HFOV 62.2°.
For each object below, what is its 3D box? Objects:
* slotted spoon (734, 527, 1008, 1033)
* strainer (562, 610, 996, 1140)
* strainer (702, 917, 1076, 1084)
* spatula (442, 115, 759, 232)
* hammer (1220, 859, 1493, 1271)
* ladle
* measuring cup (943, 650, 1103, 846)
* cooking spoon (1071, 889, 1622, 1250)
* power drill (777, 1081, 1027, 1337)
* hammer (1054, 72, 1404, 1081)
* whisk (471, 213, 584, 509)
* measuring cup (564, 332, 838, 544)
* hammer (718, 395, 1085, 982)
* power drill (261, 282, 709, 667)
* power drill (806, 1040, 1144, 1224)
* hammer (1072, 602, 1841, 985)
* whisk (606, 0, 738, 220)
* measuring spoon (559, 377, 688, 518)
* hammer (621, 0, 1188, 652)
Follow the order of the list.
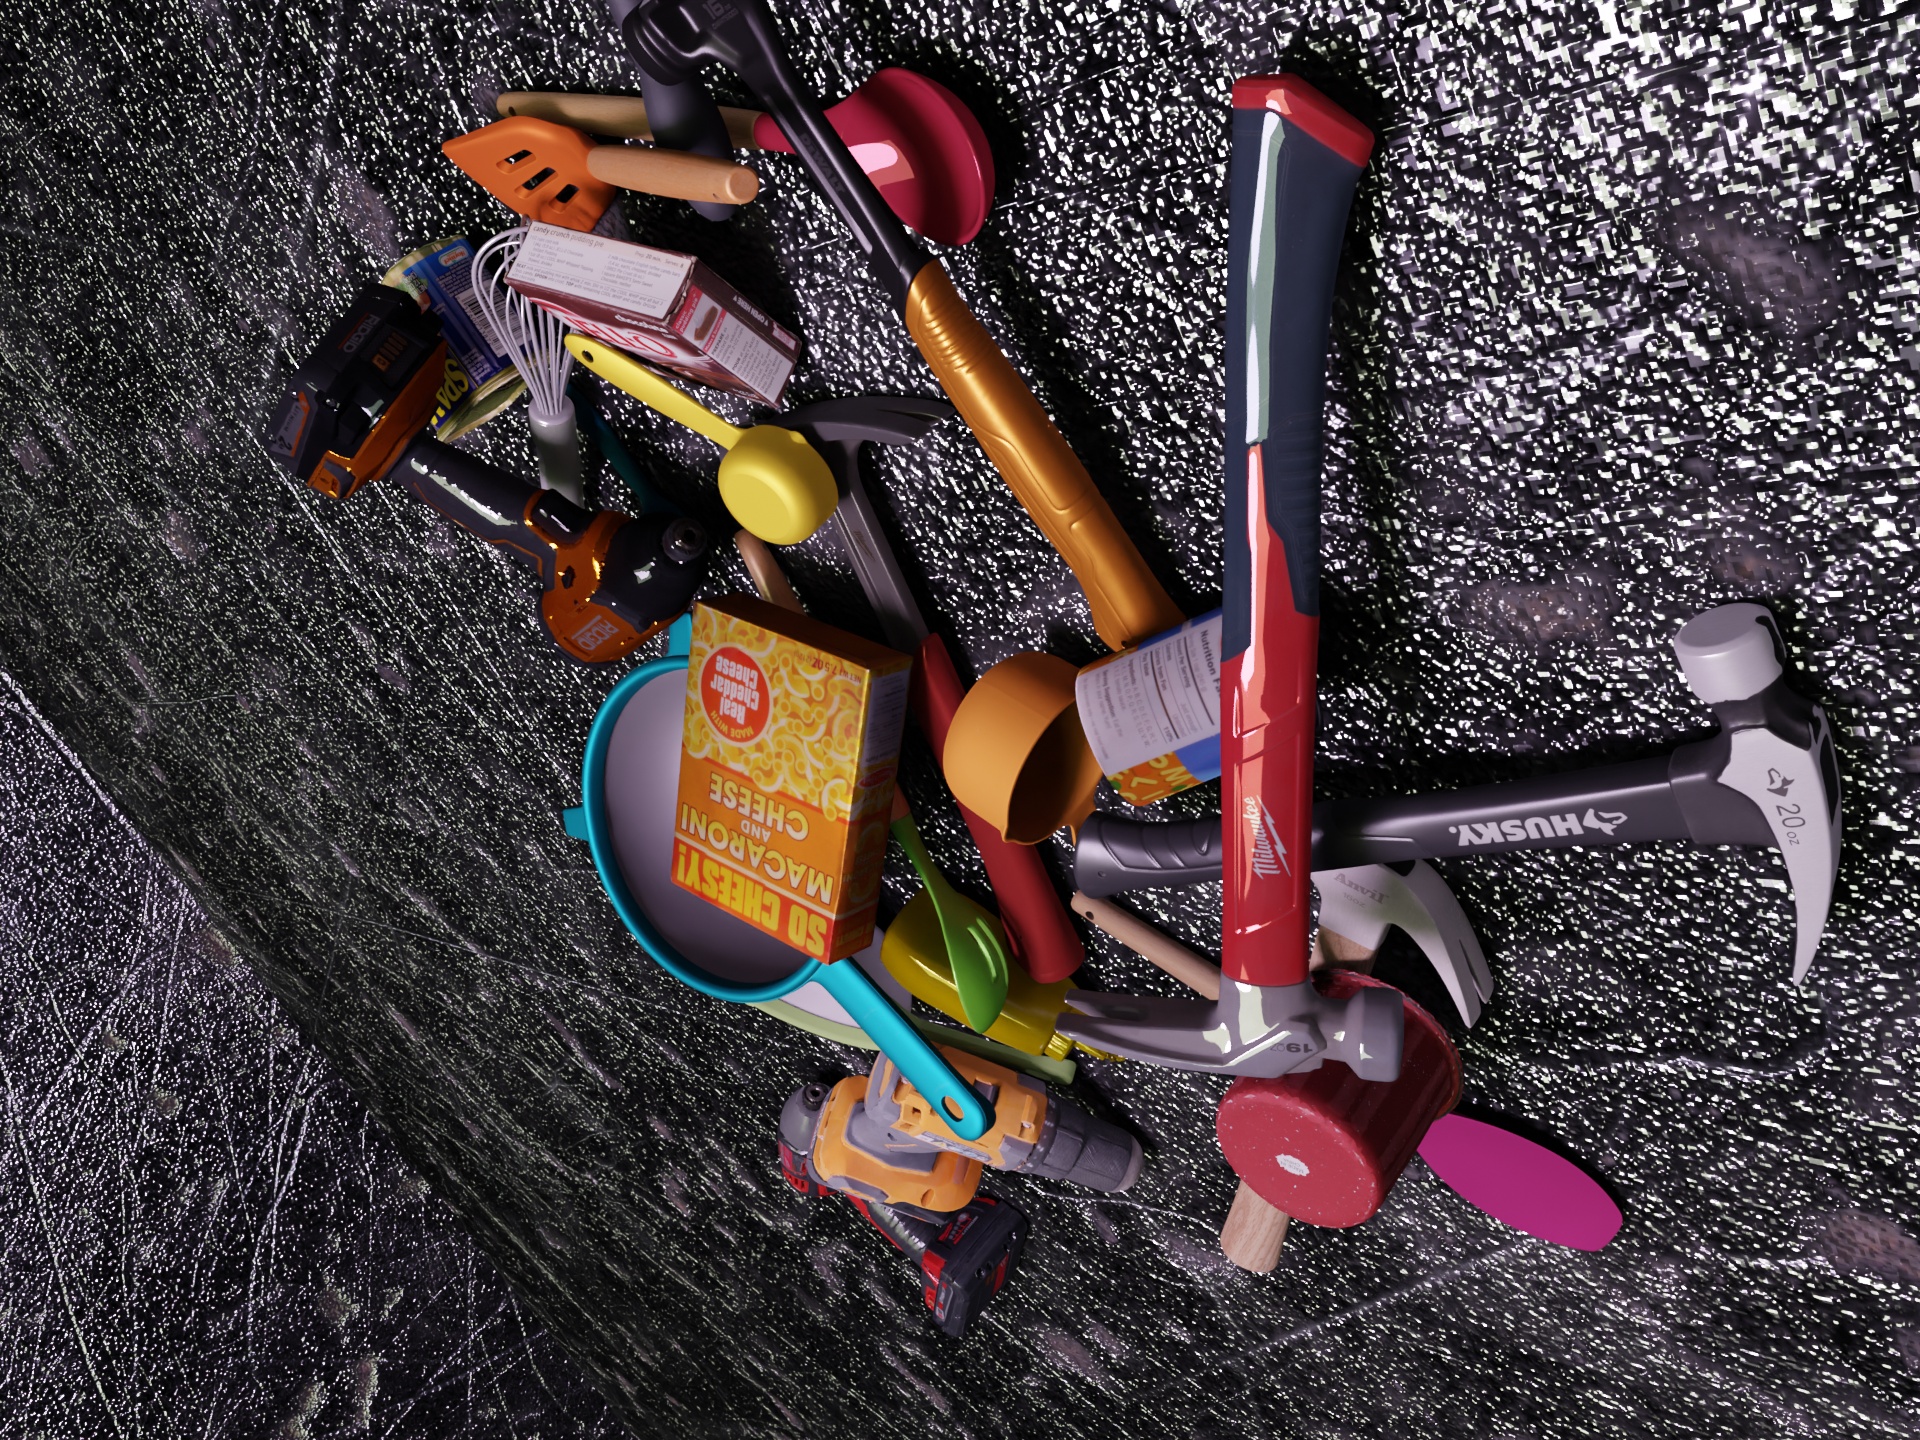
[{"bbox_3d":[-0.047,0.032,0.891,0.031,0.070,0.313,-27,95,15],"label":"slotted spoon"},{"bbox_3d":[-0.081,0.100,0.944,0.340,0.095,0.211,46,124,16],"label":"strainer"},{"bbox_3d":[-0.041,0.175,1.059,0.256,0.069,0.151,15,154,11],"label":"strainer"},{"bbox_3d":[-0.149,-0.227,0.673,0.081,0.041,0.323,33,-178,-33],"label":"spatula"},{"bbox_3d":[0.179,0.184,0.816,0.130,0.031,0.331,26,135,24],"label":"hammer"},{"bbox_3d":[-0.103,-0.255,0.689,0.316,0.031,0.069,21,139,35],"label":"ladle"},{"bbox_3d":[0.041,0.030,0.805,0.052,0.095,0.173,33,164,26],"label":"measuring cup"},{"bbox_3d":[0.193,0.175,0.836,0.319,0.017,0.068,31,138,20],"label":"cooking spoon"},{"bbox_3d":[-0.058,0.380,1.280,0.220,0.078,0.143,34,145,22],"label":"power drill"},{"bbox_3d":[0.100,-0.033,0.593,0.143,0.038,0.386,3,116,15],"label":"hammer"},{"bbox_3d":[-0.225,-0.176,0.868,0.246,0.059,0.058,105,152,-58],"label":"whisk"},{"bbox_3d":[-0.131,-0.136,0.762,0.156,0.029,0.062,32,147,3],"label":"measuring cup"},{"bbox_3d":[-0.001,-0.003,0.840,0.149,0.037,0.358,5,129,45],"label":"hammer"},{"bbox_3d":[-0.240,-0.123,0.844,0.226,0.084,0.164,37,151,-20],"label":"power drill"},{"bbox_3d":[0.004,0.286,1.084,0.185,0.084,0.226,23,150,-11],"label":"power drill"},{"bbox_3d":[0.182,0.049,0.659,0.335,0.035,0.146,-12,118,43],"label":"hammer"},{"bbox_3d":[-0.148,-0.330,0.612,0.070,0.070,0.284,6,127,44],"label":"whisk"},{"bbox_3d":[-0.198,-0.140,0.918,0.128,0.021,0.042,53,146,-11],"label":"measuring spoon"},{"bbox_3d":[0.001,-0.153,0.634,0.127,0.034,0.336,5,139,55],"label":"hammer"}]
